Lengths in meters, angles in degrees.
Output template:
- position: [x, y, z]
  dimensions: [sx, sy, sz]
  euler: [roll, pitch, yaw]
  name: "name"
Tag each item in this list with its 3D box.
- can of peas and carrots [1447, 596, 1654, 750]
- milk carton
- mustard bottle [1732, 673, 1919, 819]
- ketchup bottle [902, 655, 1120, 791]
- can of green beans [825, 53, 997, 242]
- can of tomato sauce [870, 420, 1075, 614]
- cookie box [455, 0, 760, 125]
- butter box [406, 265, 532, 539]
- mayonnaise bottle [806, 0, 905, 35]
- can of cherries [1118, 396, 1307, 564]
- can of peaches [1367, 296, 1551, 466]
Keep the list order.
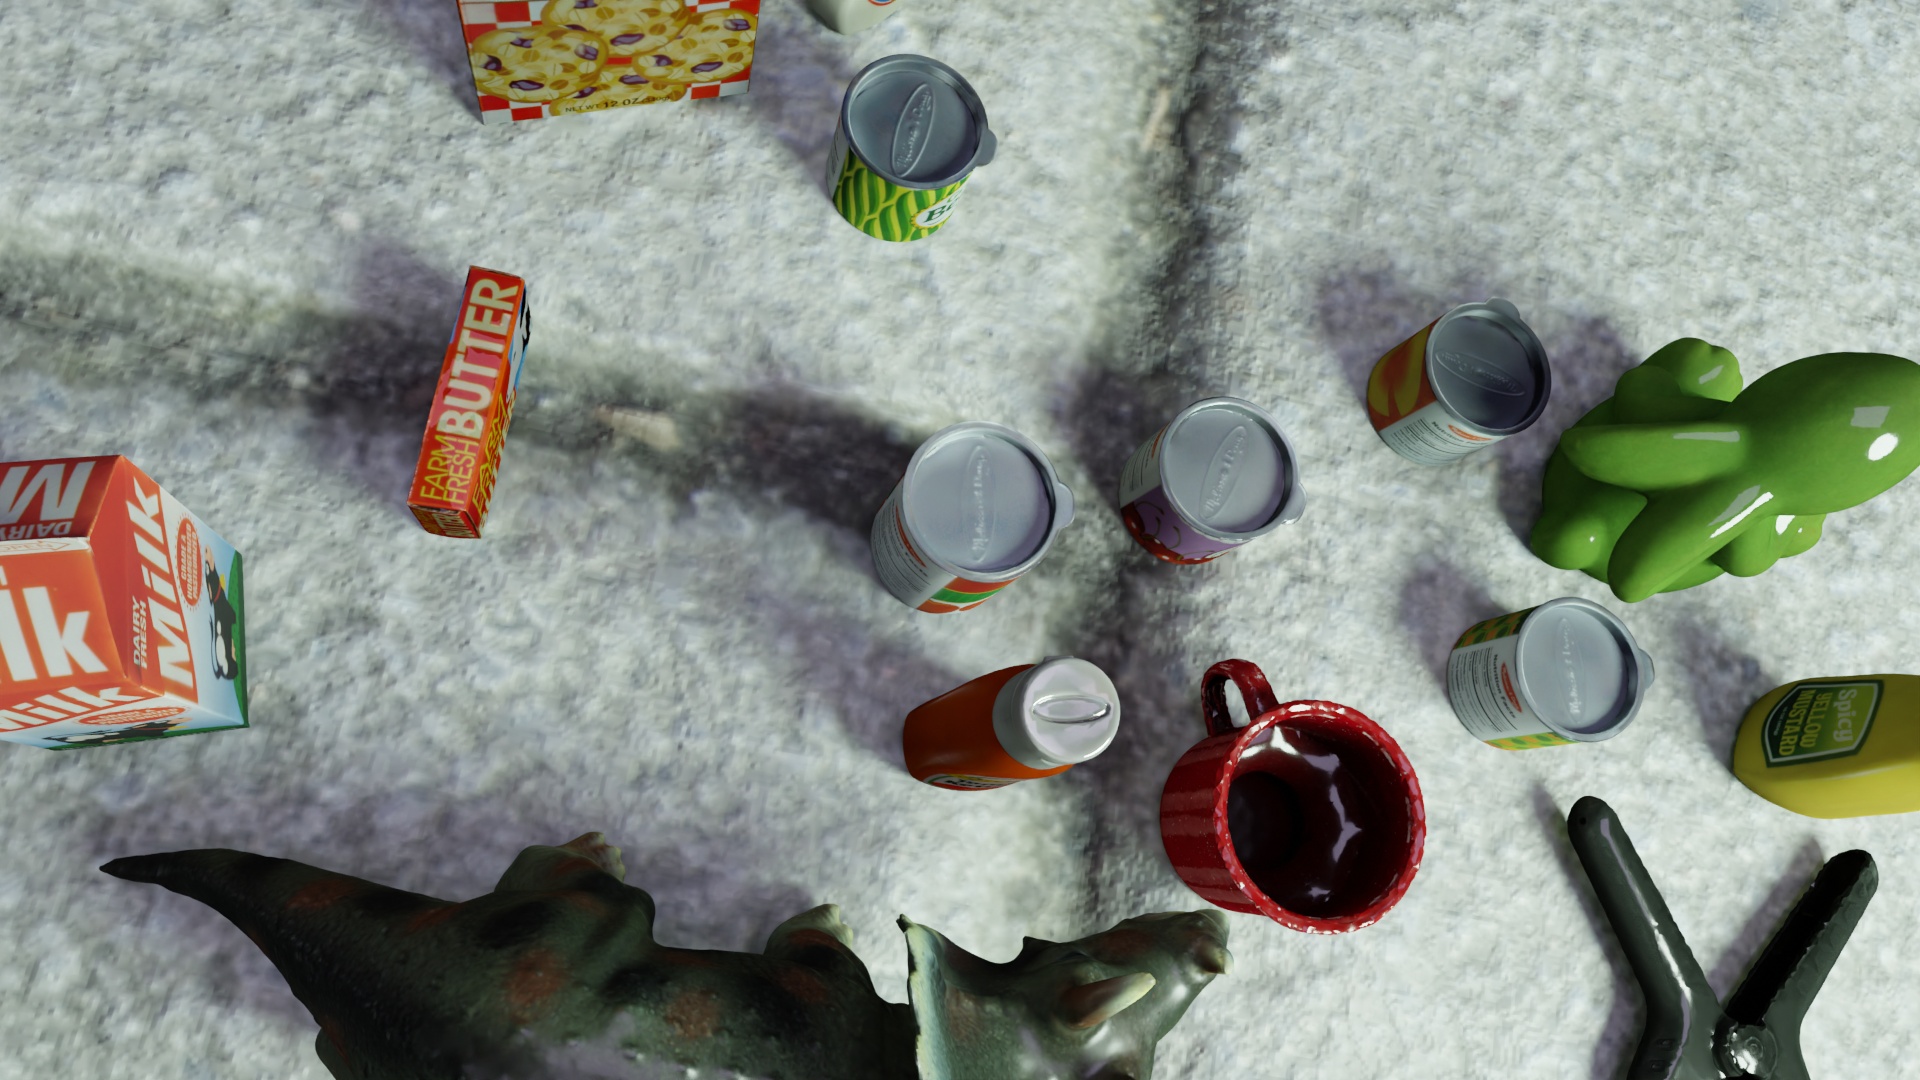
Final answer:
- position: [0.275, 0.064, 0.651]
  dimensions: [0.071, 0.058, 0.071]
  euler: [3, 76, -13]
  name: "can of peas and carrots"
- position: [-0.295, 0.022, 0.456]
  dimensions: [0.072, 0.190, 0.073]
  euler: [-6, 79, -14]
  name: "milk carton"
- position: [0.426, 0.090, 0.627]
  dimensions: [0.049, 0.159, 0.065]
  euler: [31, 72, -5]
  name: "mustard bottle"
- position: [0.021, 0.072, 0.541]
  dimensions: [0.065, 0.148, 0.043]
  euler: [-1, 77, -14]
  name: "ketchup bottle"
- position: [-0.026, -0.179, 0.639]
  dimensions: [0.071, 0.057, 0.071]
  euler: [3, 76, -13]
  name: "can of green beans"
- position: [0.002, -0.007, 0.590]
  dimensions: [0.071, 0.083, 0.071]
  euler: [3, 76, -13]
  name: "can of tomato sauce"
- position: [-0.143, -0.233, 0.566]
  dimensions: [0.123, 0.167, 0.040]
  euler: [-12, 80, -16]
  name: "cookie box"
- position: [-0.199, -0.055, 0.570]
  dimensions: [0.024, 0.053, 0.104]
  euler: [12, 74, -10]
  name: "butter box"
- position: [-0.033, -0.288, 0.616]
  dimensions: [0.041, 0.147, 0.065]
  euler: [46, 72, 0]
  name: "mayonnaise bottle"
- position: [0.114, -0.024, 0.634]
  dimensions: [0.071, 0.058, 0.071]
  euler: [3, 76, -13]
  name: "can of cherries"
- position: [0.242, -0.077, 0.678]
  dimensions: [0.071, 0.058, 0.071]
  euler: [3, 76, -13]
  name: "can of peaches"
